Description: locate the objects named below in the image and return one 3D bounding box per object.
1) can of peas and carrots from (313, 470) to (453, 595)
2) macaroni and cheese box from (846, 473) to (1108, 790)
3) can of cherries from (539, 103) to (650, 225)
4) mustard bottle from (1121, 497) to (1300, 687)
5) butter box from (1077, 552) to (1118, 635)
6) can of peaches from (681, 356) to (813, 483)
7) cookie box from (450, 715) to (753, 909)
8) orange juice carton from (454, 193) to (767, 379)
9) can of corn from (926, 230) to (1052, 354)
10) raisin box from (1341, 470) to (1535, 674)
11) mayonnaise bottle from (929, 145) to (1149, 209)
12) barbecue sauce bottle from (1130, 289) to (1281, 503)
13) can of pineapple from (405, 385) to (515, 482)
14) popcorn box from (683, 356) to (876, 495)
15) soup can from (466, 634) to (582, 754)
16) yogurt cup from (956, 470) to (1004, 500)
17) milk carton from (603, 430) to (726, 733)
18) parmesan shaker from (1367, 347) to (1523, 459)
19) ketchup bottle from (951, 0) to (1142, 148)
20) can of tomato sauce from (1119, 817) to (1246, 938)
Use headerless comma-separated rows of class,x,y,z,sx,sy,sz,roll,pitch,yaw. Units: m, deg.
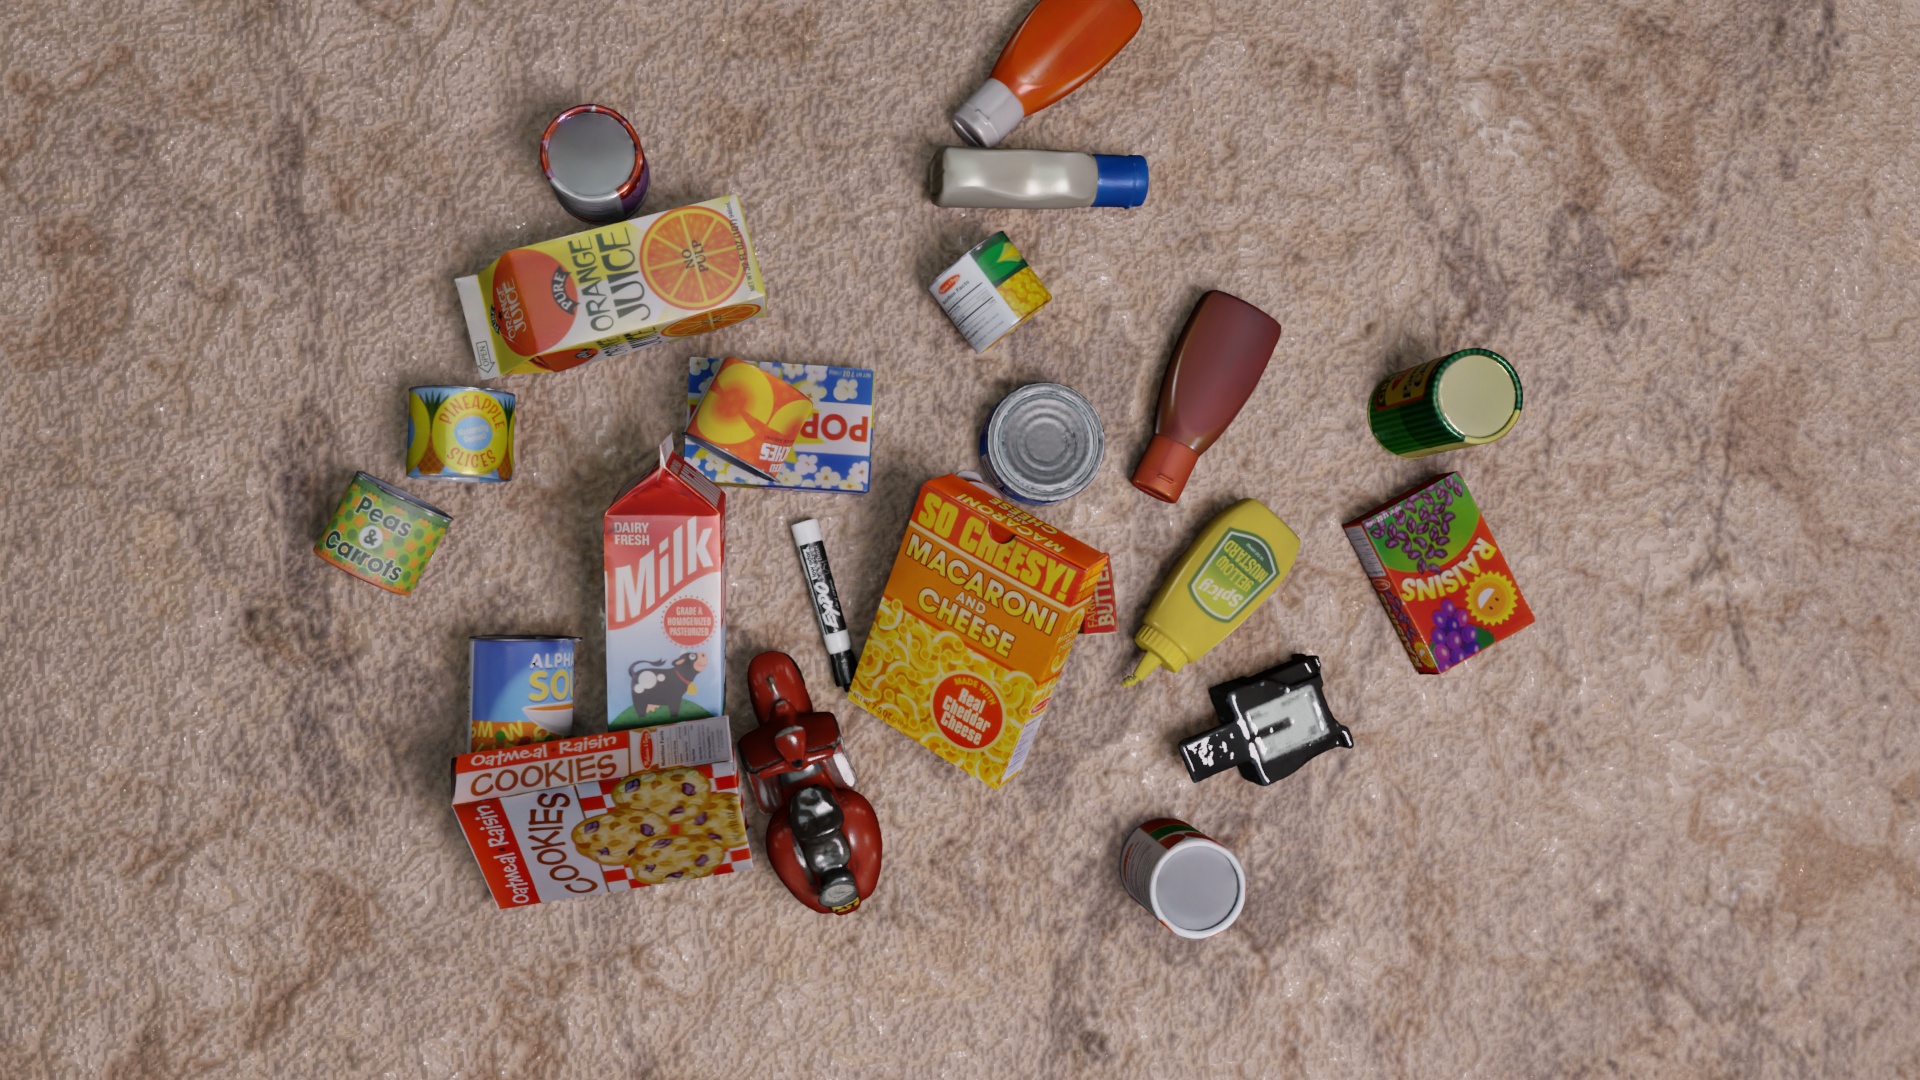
can of peas and carrots,-0.371,-0.004,0.892,0.071,0.071,0.059,28,85,-5
macaroni and cheese box,0.008,0.059,0.897,0.124,0.040,0.165,28,113,20
can of cherries,-0.243,-0.253,0.928,0.071,0.058,0.071,0,88,-7
mustard bottle,0.169,0.044,0.972,0.065,0.049,0.160,41,83,-2
butter box,0.077,0.037,0.933,0.024,0.103,0.053,-5,88,-12
can of peaches,-0.134,-0.077,0.889,0.071,0.071,0.058,27,84,-6
cookie box,-0.223,0.174,0.882,0.168,0.122,0.040,-8,45,-8
orange juice carton,-0.230,-0.164,0.918,0.193,0.073,0.072,-16,90,-8
can of corn,0.022,-0.171,0.957,0.071,0.071,0.058,-38,93,-8
raisin box,0.344,0.024,1.002,0.086,0.040,0.123,-27,90,-9
mayonnaise bottle,0.055,-0.252,0.968,0.148,0.065,0.041,-2,96,-12
barbecue sauce bottle,0.168,-0.099,0.983,0.065,0.043,0.148,27,85,-5
can of pineapple,-0.324,-0.068,0.902,0.071,0.071,0.058,1,88,-7
popcorn box,-0.123,-0.077,0.945,0.127,0.038,0.085,3,88,-7
soup can,-0.282,0.104,0.900,0.071,0.071,0.083,0,88,-7
yogurt cup,0.003,-0.012,0.951,0.072,0.054,0.072,0,88,-7
milk carton,-0.188,0.028,0.892,0.073,0.072,0.190,1,101,-7
parmesan shaker,0.341,-0.097,0.975,0.071,0.103,0.071,0,87,-7
ketchup bottle,0.057,-0.337,0.980,0.064,0.043,0.149,45,83,-3
can of tomato sauce,0.152,0.228,0.943,0.071,0.083,0.071,0,88,-7
